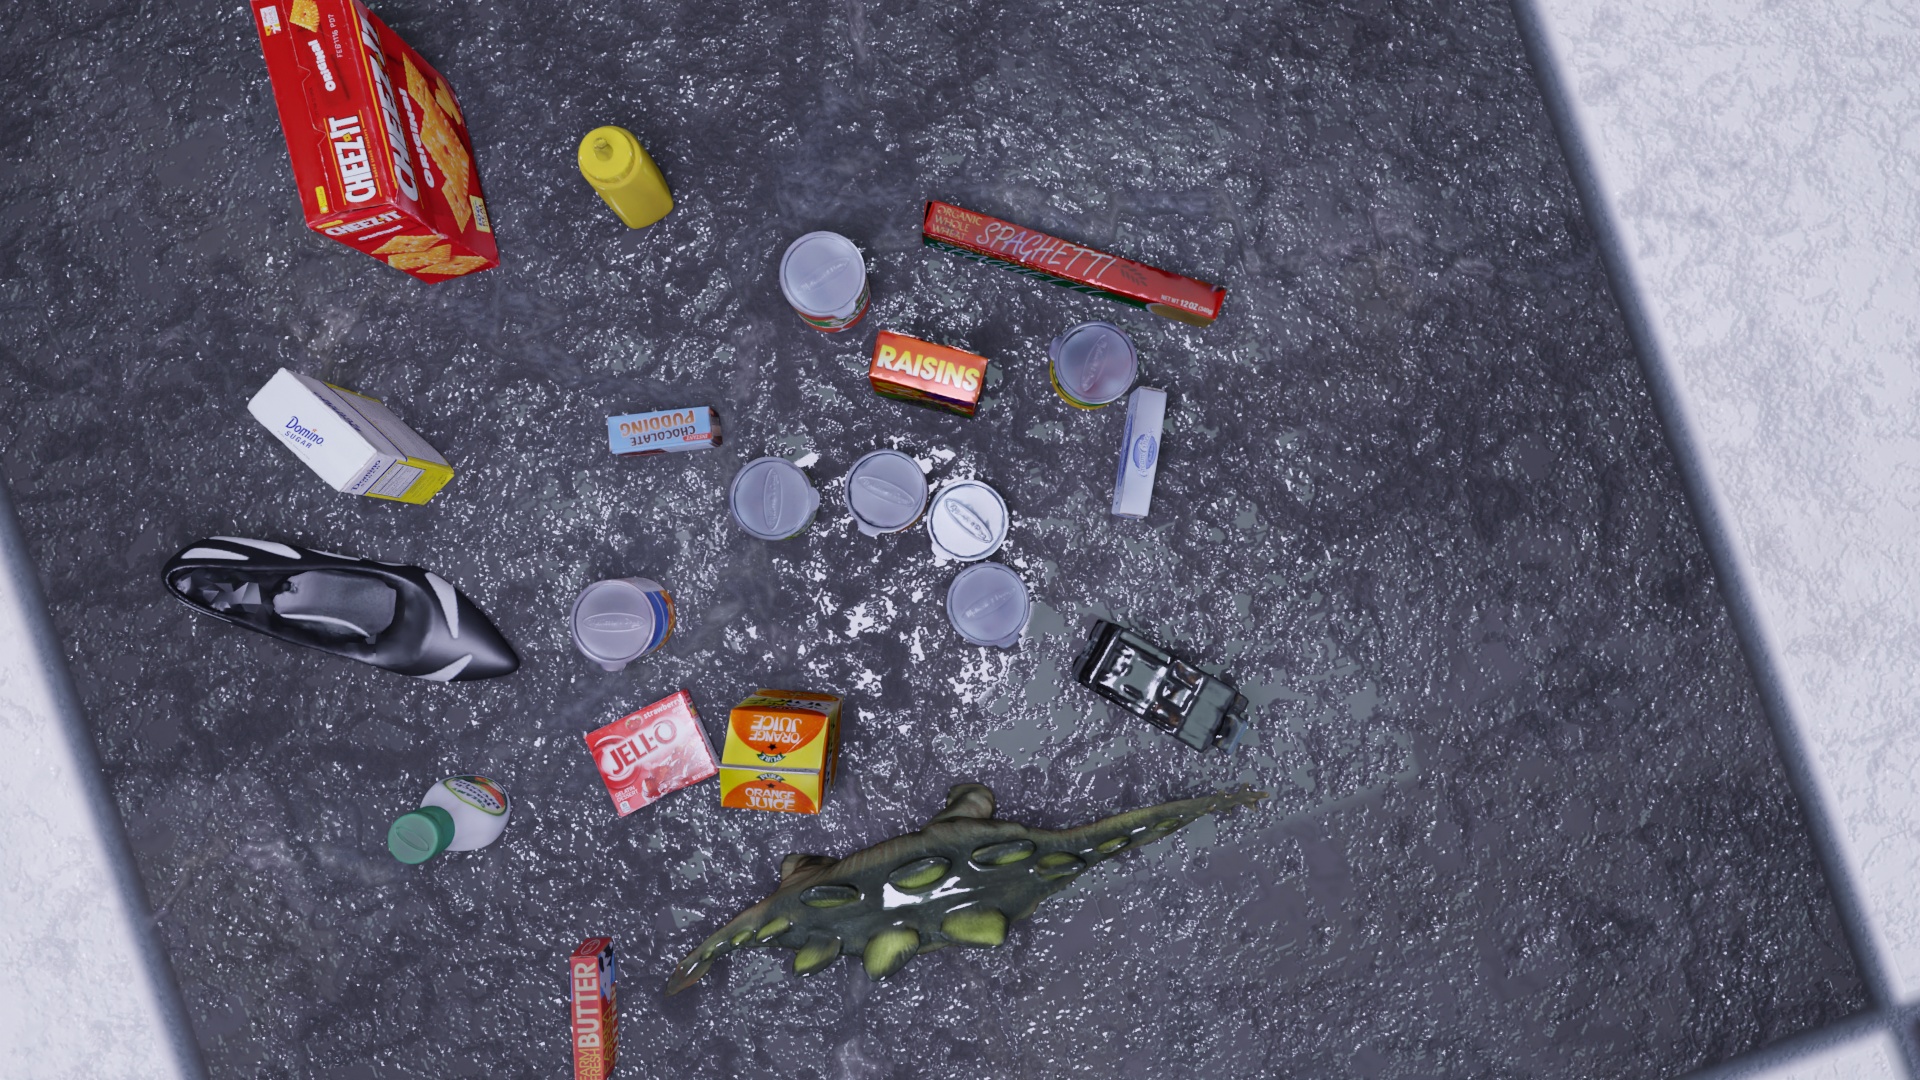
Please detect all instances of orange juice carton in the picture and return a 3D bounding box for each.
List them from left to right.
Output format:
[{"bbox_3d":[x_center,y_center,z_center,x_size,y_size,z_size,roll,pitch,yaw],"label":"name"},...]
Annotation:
[{"bbox_3d":[-0.133,0.158,1.046,0.072,0.192,0.073,5,90,0],"label":"orange juice carton"}]

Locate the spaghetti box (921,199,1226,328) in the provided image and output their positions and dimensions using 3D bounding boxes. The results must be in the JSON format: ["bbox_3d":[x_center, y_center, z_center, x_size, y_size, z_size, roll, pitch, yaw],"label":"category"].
[{"bbox_3d":[0.089,-0.223,1.127,0.250,0.050,0.028,17,89,0],"label":"spaghetti box"}]

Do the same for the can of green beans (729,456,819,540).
[{"bbox_3d":[-0.149,-0.033,1.117,0.071,0.058,0.071,0,89,0],"label":"can of green beans"}]

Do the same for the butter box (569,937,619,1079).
[{"bbox_3d":[-0.292,0.376,1.110,0.024,0.053,0.103,-3,89,0],"label":"butter box"}]

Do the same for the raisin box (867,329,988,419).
[{"bbox_3d":[-0.024,-0.128,1.087,0.086,0.123,0.040,15,89,0],"label":"raisin box"}]

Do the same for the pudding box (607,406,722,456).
[{"bbox_3d":[-0.238,-0.087,1.121,0.084,0.049,0.030,-7,90,-1],"label":"pudding box"}]

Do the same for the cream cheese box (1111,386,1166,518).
[{"bbox_3d":[0.144,-0.070,1.123,0.024,0.053,0.103,9,89,0],"label":"cream cheese box"}]

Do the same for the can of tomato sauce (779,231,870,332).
[{"bbox_3d":[-0.105,-0.203,1.108,0.071,0.083,0.071,0,89,0],"label":"can of tomato sauce"}]

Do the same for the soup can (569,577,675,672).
[{"bbox_3d":[-0.266,0.065,1.101,0.071,0.084,0.071,0,89,0],"label":"soup can"}]

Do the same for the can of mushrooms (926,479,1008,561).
[{"bbox_3d":[0.004,-0.014,1.130,0.071,0.033,0.071,0,89,-1],"label":"can of mushrooms"}]

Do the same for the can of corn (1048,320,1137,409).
[{"bbox_3d":[0.104,-0.141,1.121,0.071,0.058,0.071,0,89,0],"label":"can of corn"}]

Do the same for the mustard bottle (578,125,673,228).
[{"bbox_3d":[-0.263,-0.286,1.069,0.049,0.160,0.065,-30,90,-1],"label":"mustard bottle"}]

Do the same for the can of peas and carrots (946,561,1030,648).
[{"bbox_3d":[0.023,0.052,1.116,0.071,0.058,0.071,0,89,0],"label":"can of peas and carrots"}]

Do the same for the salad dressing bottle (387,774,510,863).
[{"bbox_3d":[-0.392,0.215,1.065,0.064,0.147,0.044,33,89,0],"label":"salad dressing bottle"}]

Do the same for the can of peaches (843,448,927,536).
[{"bbox_3d":[-0.060,-0.037,1.118,0.071,0.058,0.071,0,89,0],"label":"can of peaches"}]
